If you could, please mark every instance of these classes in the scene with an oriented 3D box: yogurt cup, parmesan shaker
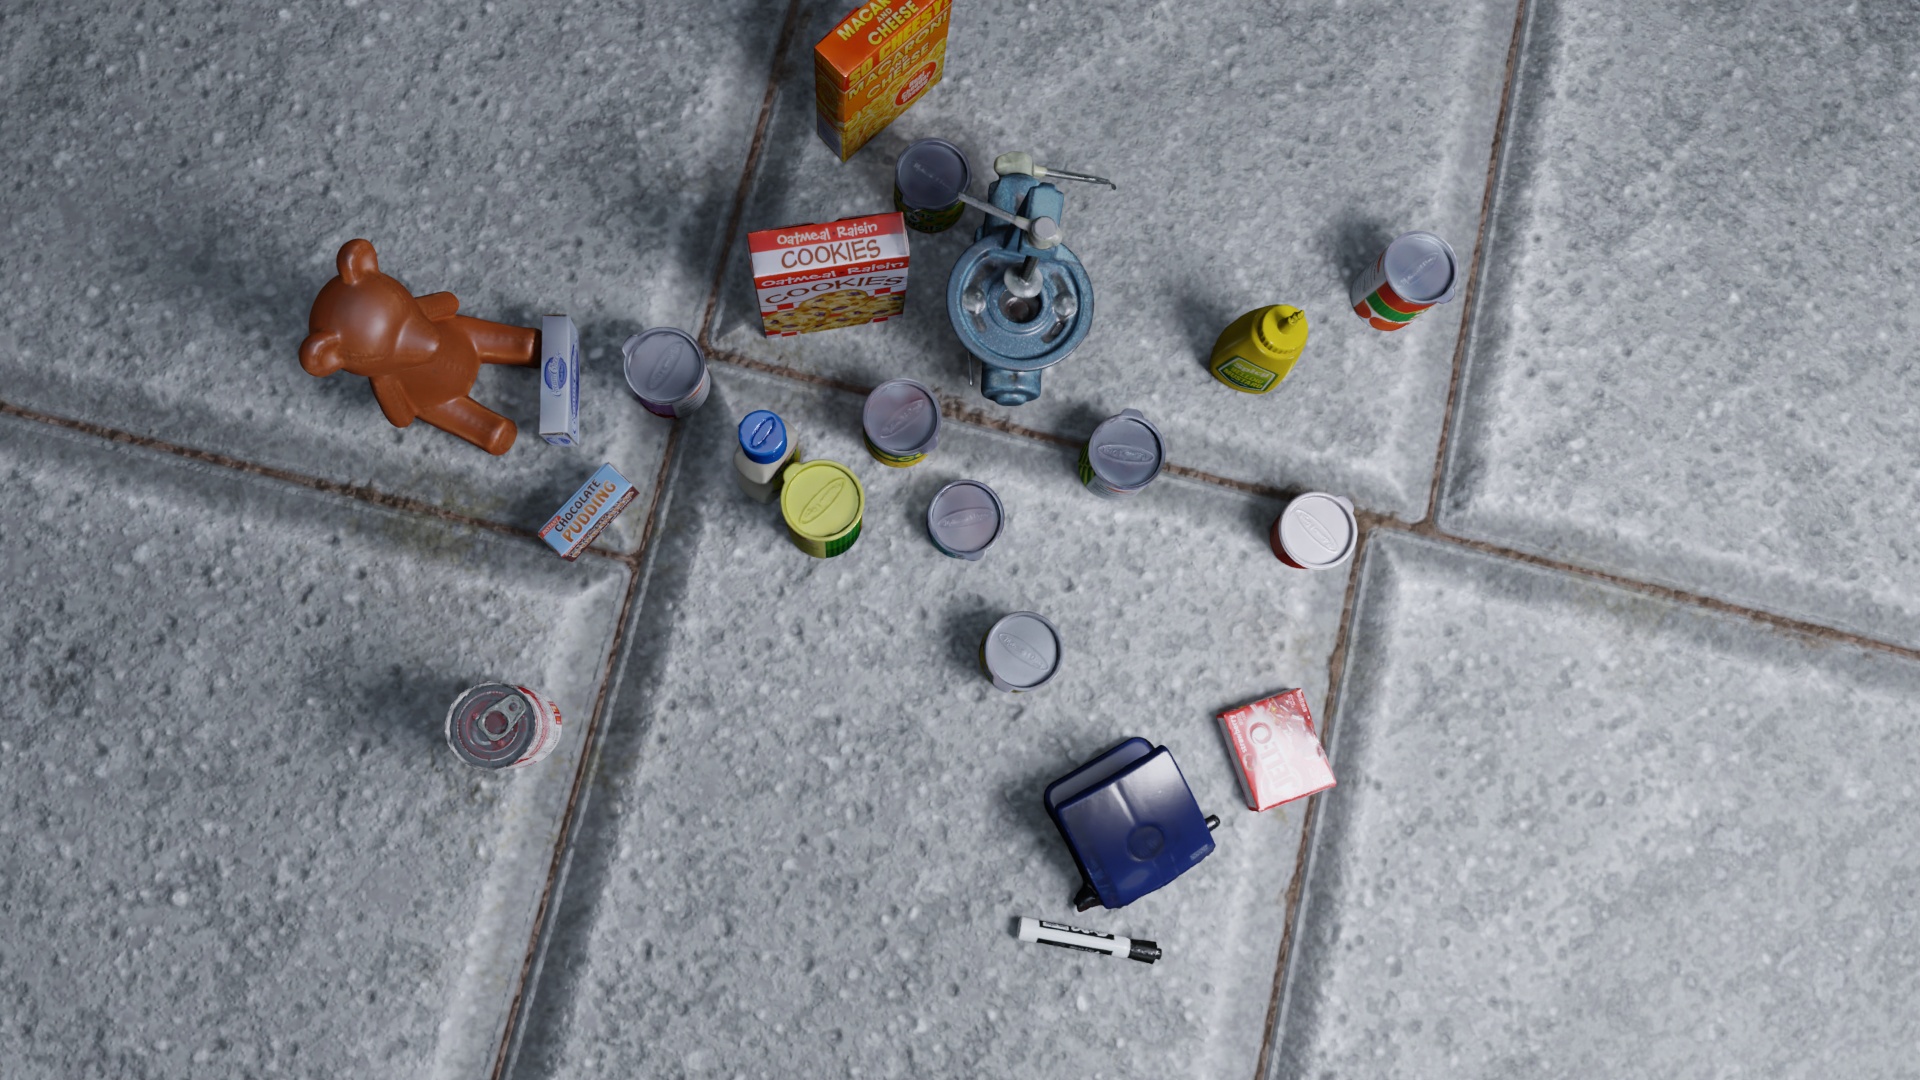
[{"bbox_3d":[0.302,-0.005,1.202,0.072,0.054,0.072,1,81,-4],"label":"yogurt cup"},{"bbox_3d":[-0.115,-0.027,1.146,0.071,0.103,0.071,1,82,-4],"label":"parmesan shaker"}]

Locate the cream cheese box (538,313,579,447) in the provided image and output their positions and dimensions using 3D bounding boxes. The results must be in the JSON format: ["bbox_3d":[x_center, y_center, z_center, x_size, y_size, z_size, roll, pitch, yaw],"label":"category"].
[{"bbox_3d":[-0.337,-0.134,1.170,0.024,0.053,0.104,-1,81,-5],"label":"cream cheese box"}]

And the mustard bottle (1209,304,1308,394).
[{"bbox_3d":[0.257,-0.166,1.170,0.065,0.160,0.049,24,81,-1],"label":"mustard bottle"}]

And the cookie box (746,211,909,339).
[{"bbox_3d":[-0.108,-0.217,1.144,0.123,0.167,0.040,-10,83,-6],"label":"cookie box"}]

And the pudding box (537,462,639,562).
[{"bbox_3d":[-0.309,-0.023,1.157,0.030,0.049,0.084,42,80,2],"label":"pudding box"}]

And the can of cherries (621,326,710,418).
[{"bbox_3d":[-0.249,-0.143,1.176,0.071,0.058,0.071,1,81,-4],"label":"can of cherries"}]

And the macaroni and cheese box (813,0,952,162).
[{"bbox_3d":[-0.067,-0.405,1.177,0.124,0.166,0.040,-43,87,-9],"label":"macaroni and cheese box"}]

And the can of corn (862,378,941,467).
[{"bbox_3d":[-0.049,-0.097,1.186,0.071,0.058,0.071,1,81,-4],"label":"can of corn"}]

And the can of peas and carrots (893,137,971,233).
[{"bbox_3d":[-0.027,-0.309,1.220,0.071,0.058,0.071,1,81,-4],"label":"can of peas and carrots"}]

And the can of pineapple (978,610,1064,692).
[{"bbox_3d":[0.049,0.095,1.164,0.071,0.057,0.071,1,81,-4],"label":"can of pineapple"}]

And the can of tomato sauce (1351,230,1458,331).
[{"bbox_3d":[0.393,-0.227,1.229,0.071,0.083,0.071,1,81,-4],"label":"can of tomato sauce"}]

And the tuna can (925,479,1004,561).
[{"bbox_3d":[0.004,-0.015,1.190,0.071,0.032,0.071,1,81,-5],"label":"tuna can"}]

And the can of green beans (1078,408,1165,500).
[{"bbox_3d":[0.138,-0.071,1.197,0.071,0.057,0.071,1,81,-4],"label":"can of green beans"}]

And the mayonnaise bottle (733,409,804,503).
[{"bbox_3d":[-0.157,-0.071,1.127,0.041,0.148,0.065,34,81,1],"label":"mayonnaise bottle"}]
